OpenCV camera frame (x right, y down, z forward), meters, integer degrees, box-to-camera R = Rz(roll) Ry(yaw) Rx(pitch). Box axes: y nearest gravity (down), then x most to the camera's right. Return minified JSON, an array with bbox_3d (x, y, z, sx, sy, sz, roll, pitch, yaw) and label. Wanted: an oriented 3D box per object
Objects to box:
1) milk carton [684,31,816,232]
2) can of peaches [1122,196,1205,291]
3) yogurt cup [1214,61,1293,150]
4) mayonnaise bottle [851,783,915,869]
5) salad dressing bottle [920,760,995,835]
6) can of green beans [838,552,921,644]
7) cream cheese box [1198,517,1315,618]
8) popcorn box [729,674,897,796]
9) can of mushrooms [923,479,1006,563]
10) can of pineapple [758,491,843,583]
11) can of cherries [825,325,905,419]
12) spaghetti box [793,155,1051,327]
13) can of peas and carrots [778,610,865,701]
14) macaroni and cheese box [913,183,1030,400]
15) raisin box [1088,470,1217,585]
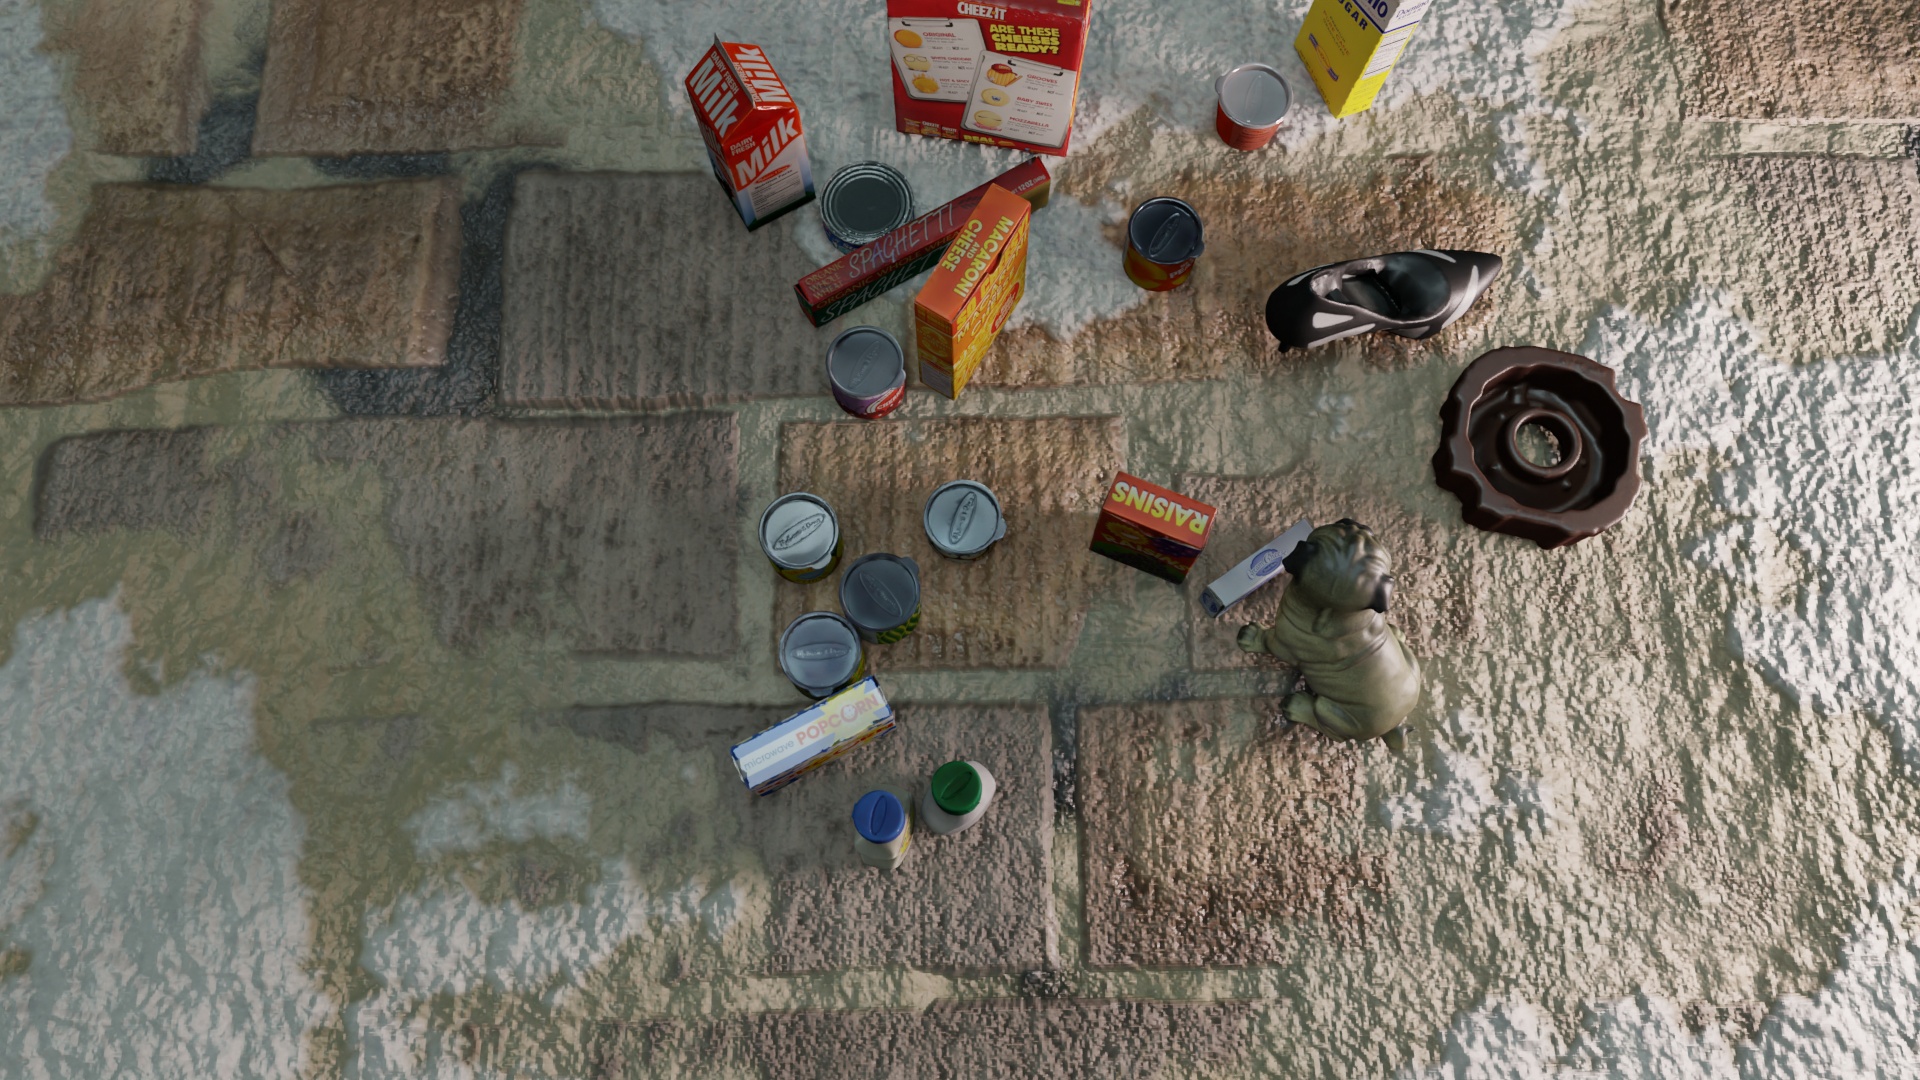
[{"bbox_3d":[-0.180,-0.353,1.193,0.073,0.190,0.072,-29,77,-8],"label":"milk carton"},{"bbox_3d":[0.181,-0.262,1.237,0.071,0.058,0.071,0,74,0],"label":"can of peaches"},{"bbox_3d":[0.267,-0.396,1.278,0.072,0.053,0.072,0,74,0],"label":"yogurt cup"},{"bbox_3d":[-0.058,0.215,1.055,0.041,0.147,0.065,12,75,3],"label":"mayonnaise bottle"},{"bbox_3d":[-0.002,0.194,1.061,0.064,0.147,0.044,-41,78,-10],"label":"salad dressing bottle"},{"bbox_3d":[-0.065,0.049,1.148,0.071,0.057,0.071,0,74,0],"label":"can of green beans"},{"bbox_3d":[0.248,0.024,1.159,0.104,0.053,0.024,-34,77,-9],"label":"cream cheese box"},{"bbox_3d":[-0.115,0.157,1.103,0.127,0.085,0.038,-27,76,-7],"label":"popcorn box"},{"bbox_3d":[0.004,-0.015,1.179,0.071,0.033,0.071,0,74,0],"label":"can of mushrooms"},{"bbox_3d":[-0.132,0.001,1.162,0.071,0.057,0.071,0,74,0],"label":"can of pineapple"},{"bbox_3d":[-0.079,-0.143,1.202,0.071,0.058,0.071,0,74,0],"label":"can of cherries"},{"bbox_3d":[-0.032,-0.267,1.242,0.250,0.050,0.029,-30,77,-8],"label":"spaghetti box"},{"bbox_3d":[-0.112,0.098,1.134,0.071,0.058,0.071,0,74,0],"label":"can of peas and carrots"},{"bbox_3d":[0.011,-0.204,1.164,0.040,0.166,0.124,30,77,8],"label":"macaroni and cheese box"},{"bbox_3d":[0.154,-0.008,1.131,0.086,0.123,0.040,23,76,6],"label":"raisin box"}]
